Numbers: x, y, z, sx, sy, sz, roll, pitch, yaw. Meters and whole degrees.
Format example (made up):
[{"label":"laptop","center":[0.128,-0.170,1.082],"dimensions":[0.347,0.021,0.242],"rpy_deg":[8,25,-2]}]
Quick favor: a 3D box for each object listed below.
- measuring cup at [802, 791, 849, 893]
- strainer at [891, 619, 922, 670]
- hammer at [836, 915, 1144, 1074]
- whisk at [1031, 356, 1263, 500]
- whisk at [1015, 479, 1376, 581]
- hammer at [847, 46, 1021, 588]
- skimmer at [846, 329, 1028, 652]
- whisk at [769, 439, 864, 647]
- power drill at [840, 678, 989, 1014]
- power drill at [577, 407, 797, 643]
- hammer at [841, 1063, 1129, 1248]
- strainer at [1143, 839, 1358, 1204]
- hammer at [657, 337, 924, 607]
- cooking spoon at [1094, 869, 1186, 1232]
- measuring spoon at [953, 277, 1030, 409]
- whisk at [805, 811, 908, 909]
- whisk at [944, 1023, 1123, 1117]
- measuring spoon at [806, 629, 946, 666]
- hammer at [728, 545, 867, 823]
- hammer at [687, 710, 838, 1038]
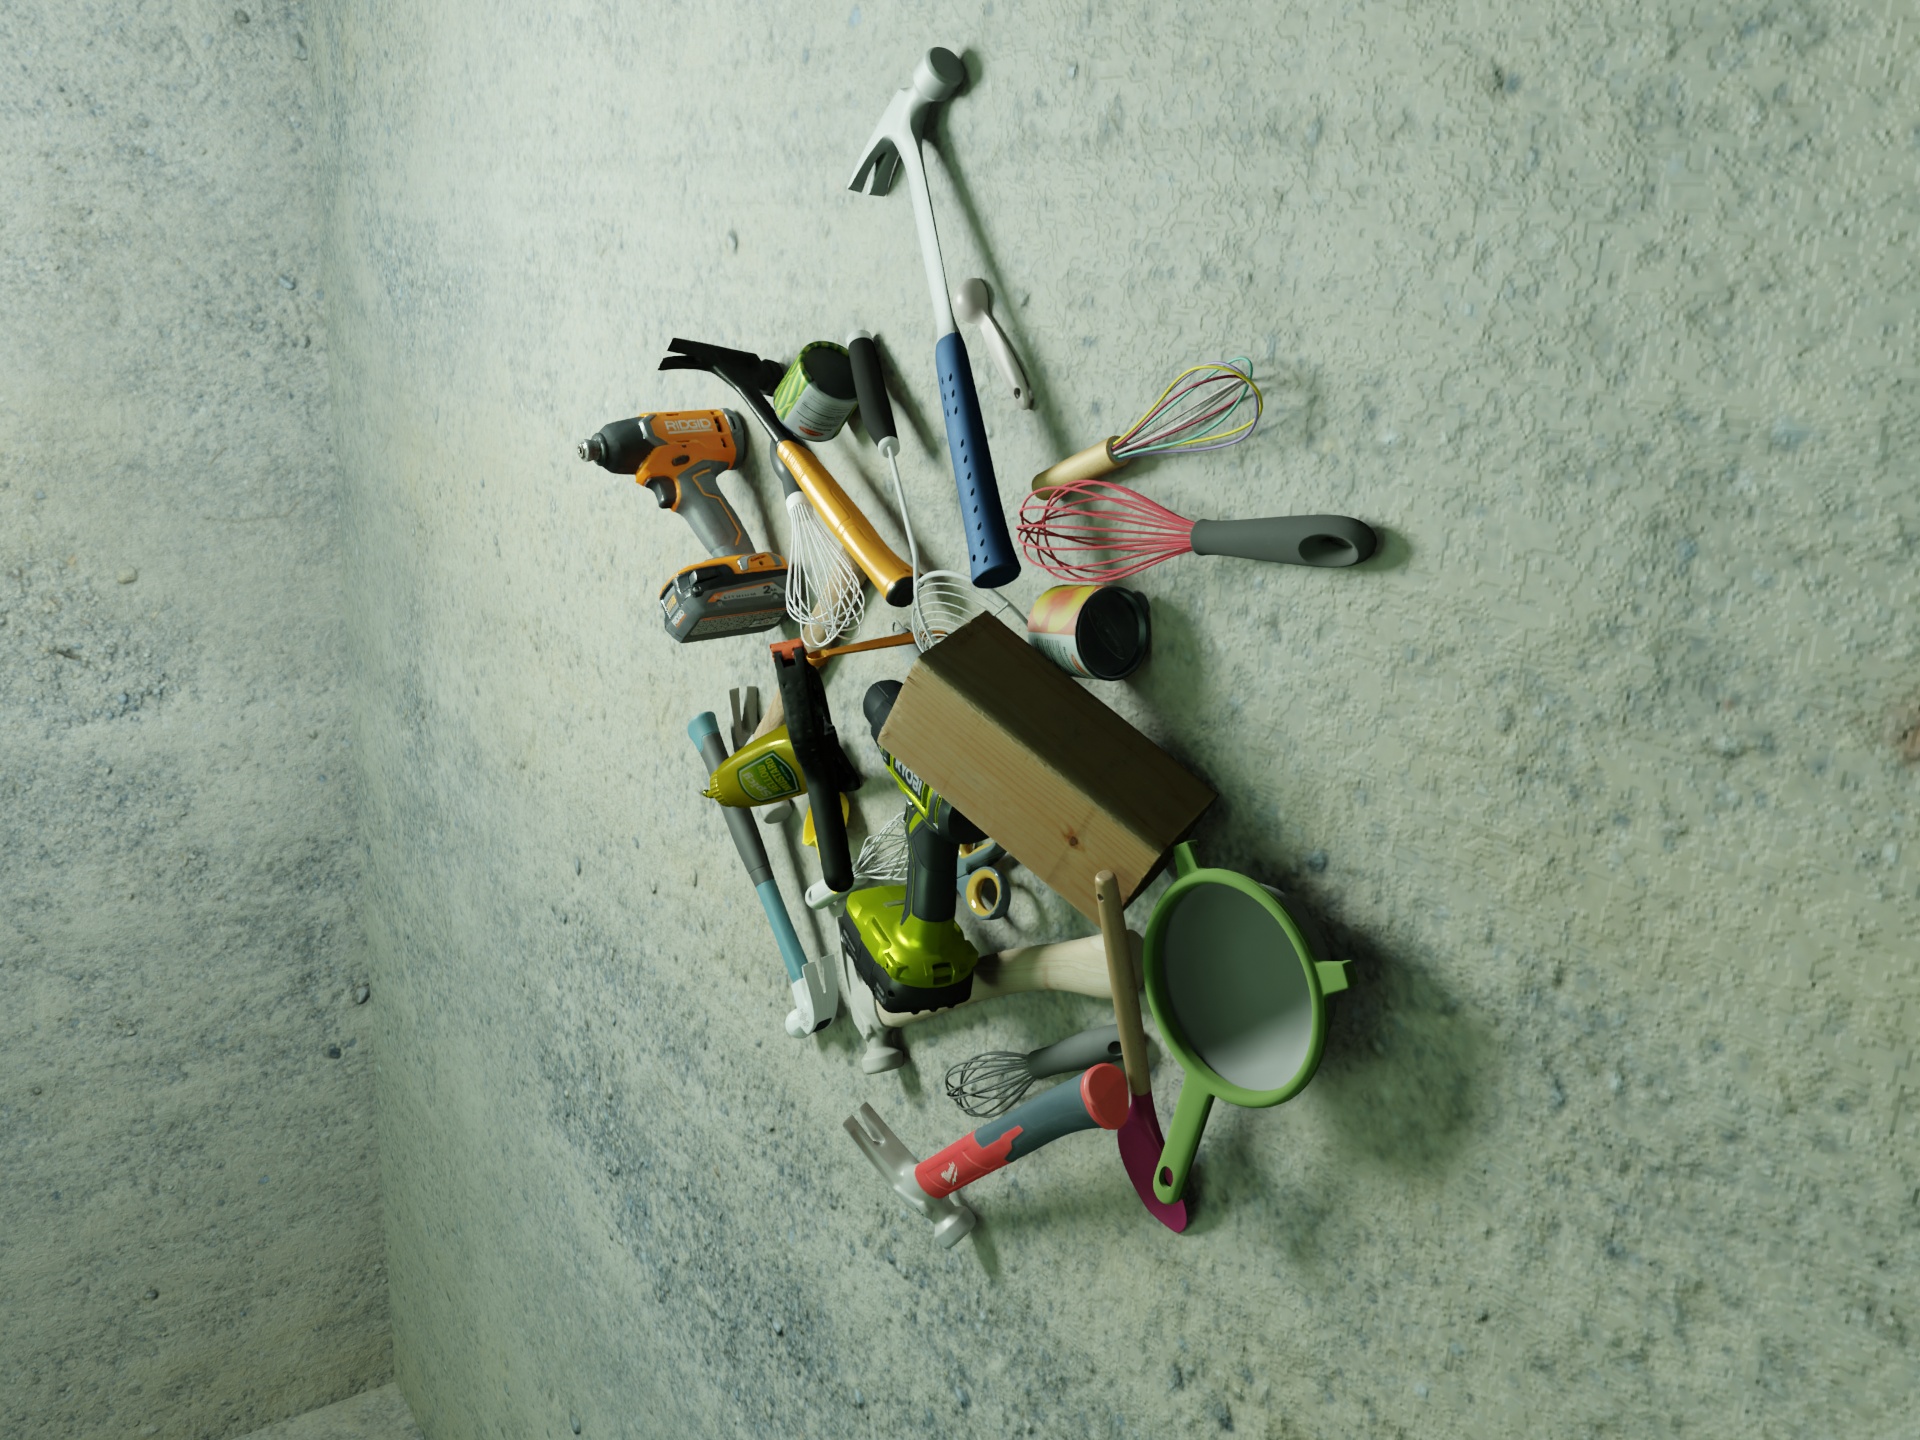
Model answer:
[{"label":"measuring cup","center":[-0.112,0.113,1.432],"dimensions":[0.062,0.029,0.157],"rpy_deg":[-66,23,20]},{"label":"strainer","center":[-0.002,-0.004,1.279],"dimensions":[0.259,0.050,0.086],"rpy_deg":[56,145,41]},{"label":"hammer","center":[0.014,0.204,1.307],"dimensions":[0.410,0.038,0.146],"rpy_deg":[-25,75,55]},{"label":"whisk","center":[0.116,-0.190,1.062],"dimensions":[0.245,0.047,0.051],"rpy_deg":[-15,67,60]},{"label":"whisk","center":[0.141,-0.119,1.027],"dimensions":[0.296,0.073,0.073],"rpy_deg":[10,106,48]},{"label":"hammer","center":[-0.013,-0.290,1.191],"dimensions":[0.144,0.035,0.406],"rpy_deg":[-34,62,54]},{"label":"skimmer","center":[-0.016,-0.173,1.266],"dimensions":[0.127,0.090,0.364],"rpy_deg":[100,158,-60]},{"label":"whisk","center":[-0.135,-0.166,1.385],"dimensions":[0.285,0.070,0.070],"rpy_deg":[-109,32,-43]},{"label":"power drill","center":[-0.036,0.094,1.246],"dimensions":[0.191,0.080,0.228],"rpy_deg":[47,136,52]},{"label":"power drill","center":[-0.261,-0.191,1.508],"dimensions":[0.084,0.164,0.227],"rpy_deg":[-41,66,51]},{"label":"hammer","center":[0.018,0.320,1.243],"dimensions":[0.143,0.038,0.386],"rpy_deg":[48,146,5]},{"label":"strainer","center":[0.181,0.209,1.031],"dimensions":[0.152,0.069,0.256],"rpy_deg":[39,128,41]},{"label":"hammer","center":[-0.136,-0.216,1.365],"dimensions":[0.337,0.127,0.034],"rpy_deg":[52,122,30]},{"label":"cooking spoon","center":[0.121,0.234,1.095],"dimensions":[0.069,0.017,0.318],"rpy_deg":[29,139,49]},{"label":"measuring spoon","center":[0.022,-0.283,1.198],"dimensions":[0.034,0.018,0.124],"rpy_deg":[-51,55,48]},{"label":"whisk","center":[-0.090,0.135,1.434],"dimensions":[0.246,0.059,0.058],"rpy_deg":[-36,55,58]},{"label":"whisk","center":[0.063,0.272,1.243],"dimensions":[0.239,0.055,0.055],"rpy_deg":[-32,71,49]},{"label":"measuring spoon","center":[-0.068,-0.059,1.301],"dimensions":[0.021,0.117,0.011],"rpy_deg":[-123,24,-63]},{"label":"hammer","center":[-0.151,-0.048,1.495],"dimensions":[0.130,0.031,0.331],"rpy_deg":[61,141,27]},{"label":"hammer","center":[-0.197,0.148,1.562],"dimensions":[0.331,0.033,0.128],"rpy_deg":[67,153,10]}]
